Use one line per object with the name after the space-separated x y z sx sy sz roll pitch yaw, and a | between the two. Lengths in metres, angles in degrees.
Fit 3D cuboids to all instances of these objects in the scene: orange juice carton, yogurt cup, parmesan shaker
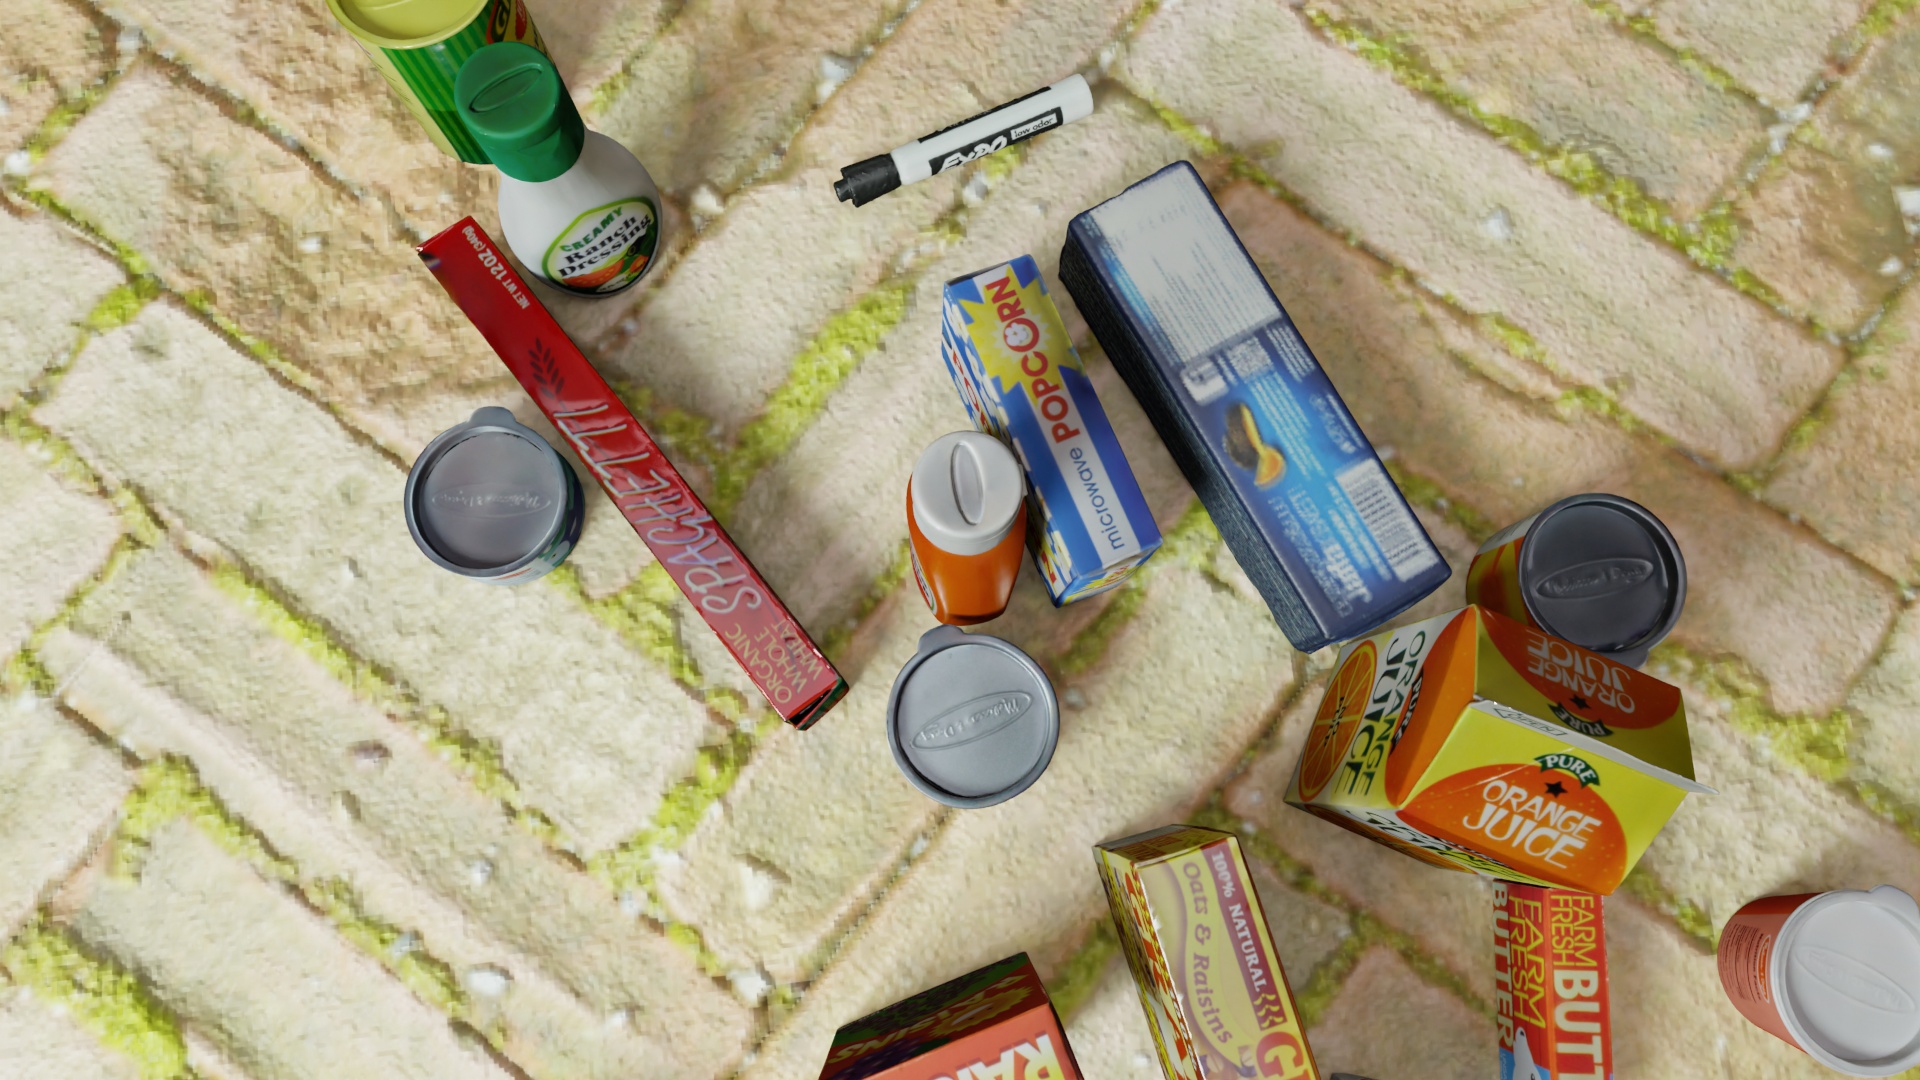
0.180 0.074 0.486 0.072 0.192 0.073 23 81 3 | orange juice carton
0.336 0.169 0.542 0.072 0.054 0.072 0 80 -1 | yogurt cup
-0.210 -0.210 0.575 0.071 0.103 0.071 0 80 -1 | parmesan shaker

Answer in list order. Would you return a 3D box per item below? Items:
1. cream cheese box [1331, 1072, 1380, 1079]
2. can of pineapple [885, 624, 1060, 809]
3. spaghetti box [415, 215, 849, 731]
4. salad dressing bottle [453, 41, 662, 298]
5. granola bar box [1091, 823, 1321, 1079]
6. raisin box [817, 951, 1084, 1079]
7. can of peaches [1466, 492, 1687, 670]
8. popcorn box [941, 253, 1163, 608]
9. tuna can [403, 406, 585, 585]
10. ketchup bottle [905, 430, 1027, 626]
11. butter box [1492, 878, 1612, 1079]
0.155 0.260 0.522 0.024 0.053 0.104 6 80 0 | cream cheese box
0.004 0.071 0.551 0.071 0.057 0.071 0 80 -1 | can of pineapple
-0.132 -0.026 0.570 0.029 0.050 0.250 -39 83 -7 | spaghetti box
-0.156 -0.140 0.541 0.064 0.147 0.044 -34 82 -6 | salad dressing bottle
0.097 0.187 0.498 0.039 0.124 0.165 -17 81 -4 | granola bar box
-0.004 0.188 0.496 0.086 0.123 0.040 -21 81 -5 | raisin box
0.249 0.021 0.565 0.071 0.058 0.071 0 80 -1 | can of peaches
0.033 -0.040 0.558 0.038 0.085 0.127 -23 81 -5 | popcorn box
-0.192 -0.017 0.576 0.071 0.032 0.071 0 80 -1 | tuna can
0.002 -0.007 0.519 0.043 0.148 0.065 -10 80 -3 | ketchup bottle
0.229 0.183 0.537 0.024 0.053 0.103 2 80 -1 | butter box
